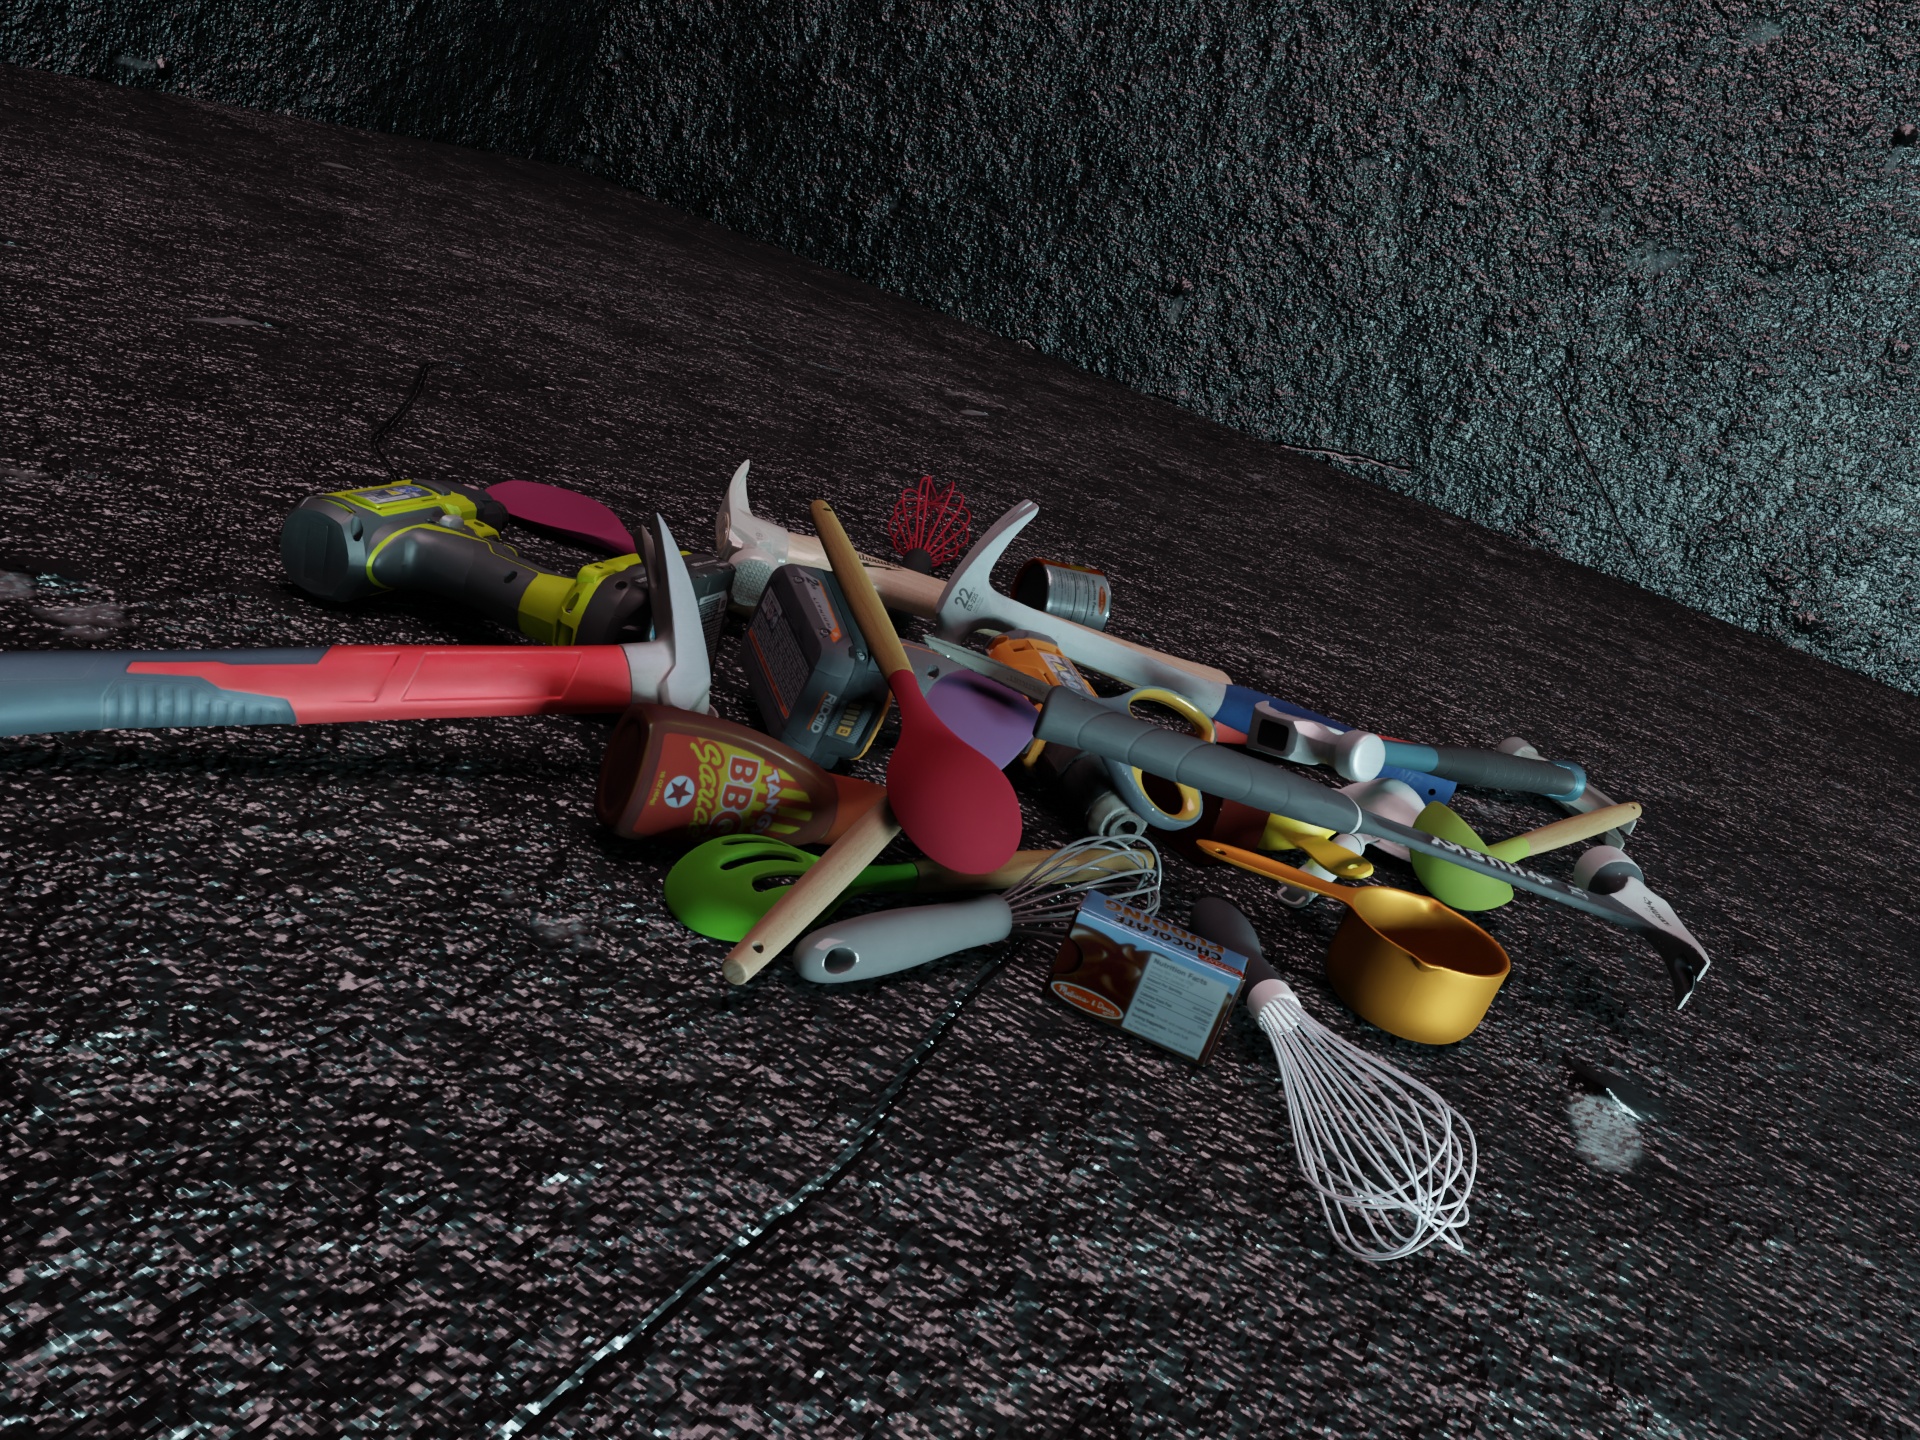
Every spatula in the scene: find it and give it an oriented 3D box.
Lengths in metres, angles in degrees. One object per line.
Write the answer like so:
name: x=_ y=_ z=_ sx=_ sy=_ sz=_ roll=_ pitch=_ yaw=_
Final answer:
spatula: x=-0.032 y=0.041 z=0.776 sx=0.060 sy=0.018 sz=0.316 roll=42 pitch=33 yaw=2

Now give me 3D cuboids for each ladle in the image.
ladle: x=0.408 y=0.076 z=1.101 sx=0.320 sy=0.062 sz=0.078 roll=-8 pitch=52 yaw=-44
ladle: x=-0.038 y=-0.035 z=0.845 sx=0.069 sy=0.031 sz=0.316 roll=6 pitch=34 yaw=-26

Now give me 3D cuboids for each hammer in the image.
hammer: x=-0.294 y=-0.031 z=0.716 sx=0.386 sy=0.143 sz=0.038 roll=-2 pitch=-16 yaw=-37
hammer: x=0.322 y=0.027 z=1.079 sx=0.330 sy=0.033 sz=0.128 roll=8 pitch=6 yaw=-38
hammer: x=0.018 y=-0.083 z=1.168 sx=0.410 sy=0.038 sz=0.146 roll=17 pitch=32 yaw=-22
hammer: x=0.230 y=0.061 z=0.887 sx=0.408 sy=0.036 sz=0.149 roll=19 pitch=19 yaw=-11
hammer: x=0.343 y=0.032 z=1.225 sx=0.359 sy=0.036 sz=0.149 roll=10 pitch=21 yaw=-24
hammer: x=0.174 y=-0.023 z=1.113 sx=0.405 sy=0.144 sz=0.035 roll=20 pitch=12 yaw=-16

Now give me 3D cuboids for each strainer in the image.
strainer: x=0.254 y=0.078 z=1.022 sx=0.087 sy=0.050 sz=0.258 roll=36 pitch=28 yaw=20

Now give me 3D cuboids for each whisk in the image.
whisk: x=0.017 y=0.091 z=0.760 sx=0.239 sy=0.055 sz=0.055 roll=-7 pitch=32 yaw=-44
whisk: x=0.155 y=0.148 z=0.730 sx=0.070 sy=0.070 sz=0.285 roll=14 pitch=15 yaw=-15
whisk: x=-0.033 y=-0.135 z=1.296 sx=0.073 sy=0.073 sz=0.296 roll=18 pitch=25 yaw=-3

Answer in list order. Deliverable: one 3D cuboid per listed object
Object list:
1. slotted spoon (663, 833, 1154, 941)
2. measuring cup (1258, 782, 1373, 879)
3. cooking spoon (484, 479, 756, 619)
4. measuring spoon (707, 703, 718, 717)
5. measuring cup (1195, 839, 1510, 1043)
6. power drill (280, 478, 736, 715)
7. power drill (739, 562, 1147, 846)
slotted spoon: x=-0.008 y=0.076 z=0.805 sx=0.313 sy=0.031 sz=0.070 roll=2 pitch=33 yaw=-43
measuring cup: x=0.213 y=0.065 z=0.952 sx=0.062 sy=0.029 sz=0.156 roll=-18 pitch=9 yaw=-2
cooking spoon: x=-0.203 y=-0.106 z=1.117 sx=0.319 sy=0.017 sz=0.069 roll=26 pitch=30 yaw=18
measuring spoon: x=-0.135 y=0.025 z=0.850 sx=0.034 sy=0.018 sz=0.124 roll=5 pitch=31 yaw=-33
measuring cup: x=0.201 y=0.117 z=0.852 sx=0.174 sy=0.052 sz=0.095 roll=21 pitch=20 yaw=12
power drill: x=-0.254 y=-0.086 z=0.937 sx=0.223 sy=0.080 sz=0.171 roll=21 pitch=20 yaw=14
power drill: x=-0.001 y=-0.003 z=0.945 sx=0.226 sy=0.084 sz=0.186 roll=13 pitch=28 yaw=-30
